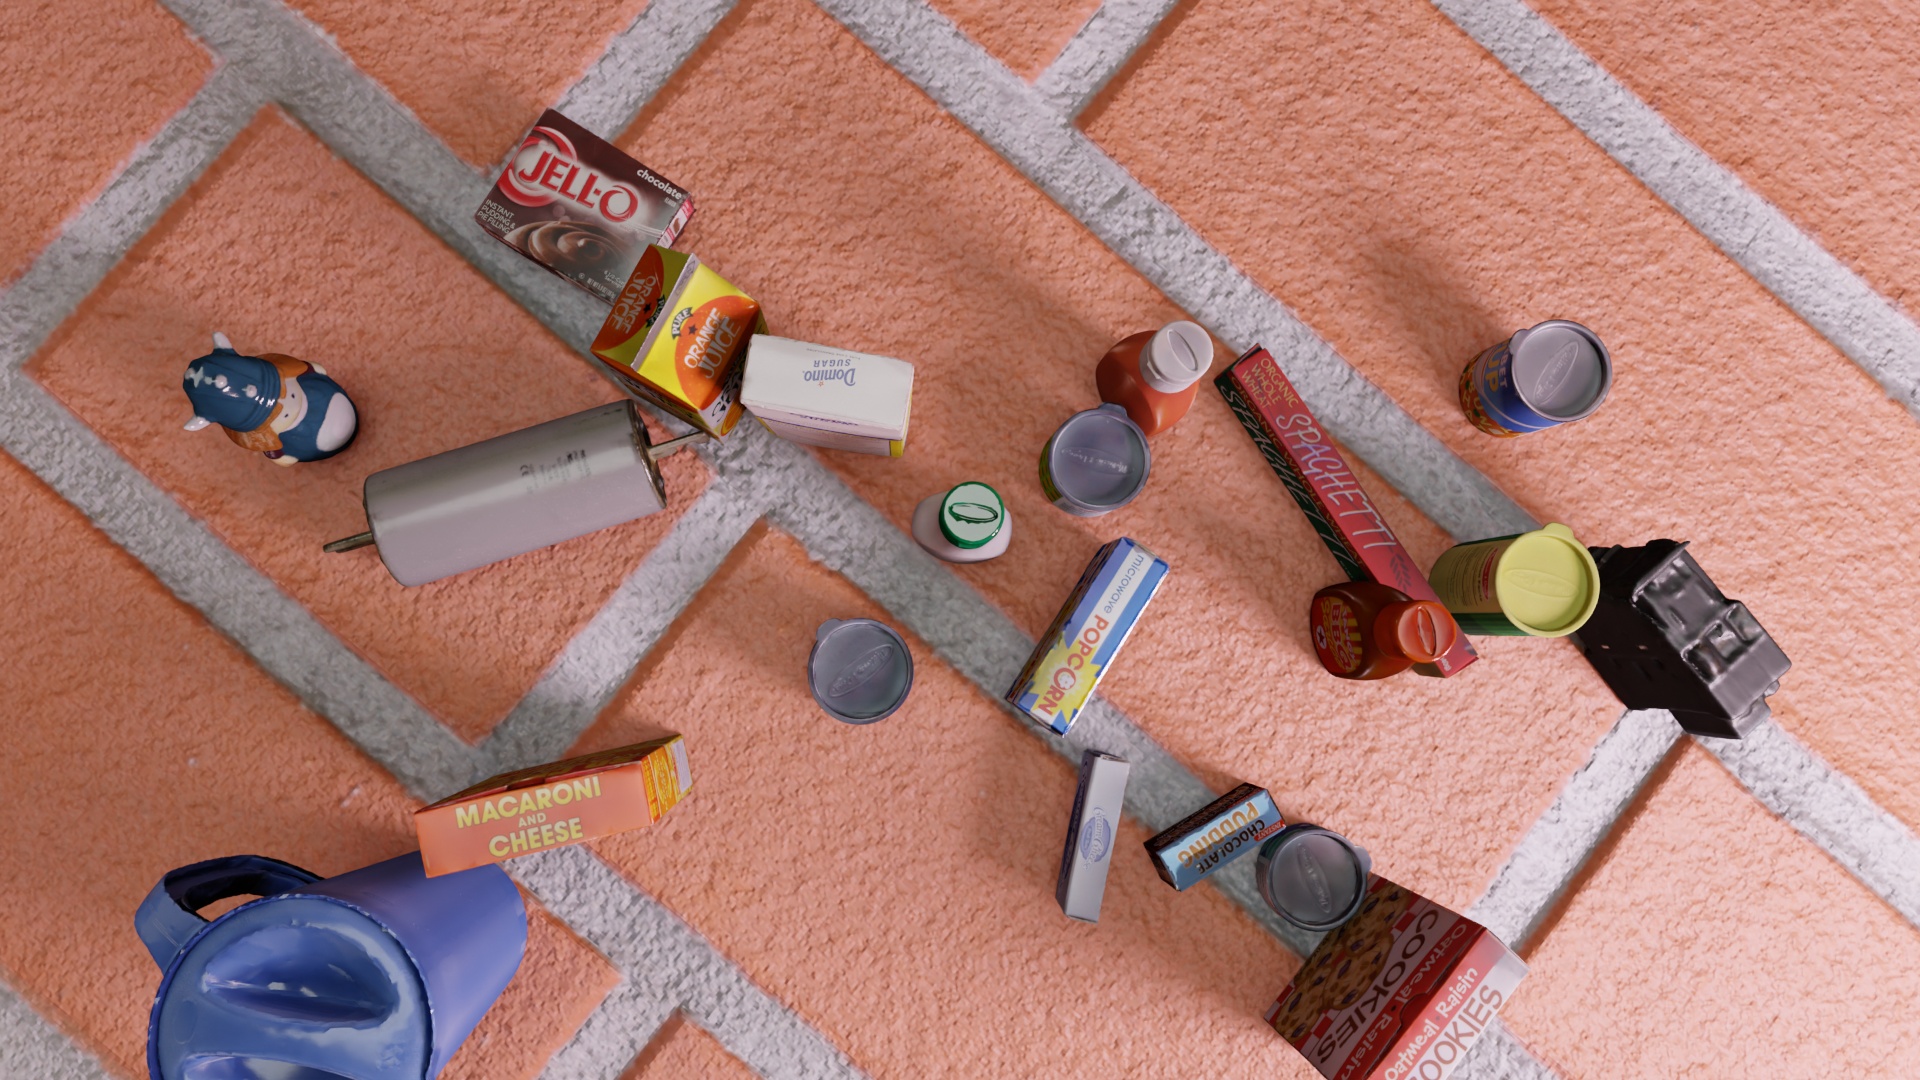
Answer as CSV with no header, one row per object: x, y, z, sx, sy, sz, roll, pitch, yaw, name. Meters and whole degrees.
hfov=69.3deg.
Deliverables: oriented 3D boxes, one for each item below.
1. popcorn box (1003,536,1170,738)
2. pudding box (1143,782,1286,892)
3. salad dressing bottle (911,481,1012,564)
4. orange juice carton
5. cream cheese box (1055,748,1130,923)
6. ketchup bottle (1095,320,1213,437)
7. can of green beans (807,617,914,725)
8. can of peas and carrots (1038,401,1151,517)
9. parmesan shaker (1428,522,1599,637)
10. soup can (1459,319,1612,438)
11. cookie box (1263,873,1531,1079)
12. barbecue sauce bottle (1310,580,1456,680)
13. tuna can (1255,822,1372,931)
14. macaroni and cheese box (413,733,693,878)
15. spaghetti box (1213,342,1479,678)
0.079,0.060,0.886,0.038,0.085,0.127,33,85,-1,popcorn box
0.164,0.191,0.899,0.084,0.049,0.030,-29,89,-5,pudding box
0.003,-0.011,0.854,0.064,0.147,0.044,9,86,-3,salad dressing bottle
-0.164,-0.116,0.828,0.073,0.192,0.072,29,85,-2,orange juice carton
0.084,0.188,0.892,0.024,0.053,0.104,12,85,-3,cream cheese box
0.122,-0.103,0.869,0.043,0.148,0.064,-33,89,-5,ketchup bottle
-0.064,0.083,0.888,0.071,0.058,0.071,0,86,-4,can of green beans
0.087,-0.052,0.908,0.071,0.058,0.071,0,86,-4,can of peas and carrots
0.356,0.027,0.898,0.071,0.103,0.071,0,86,-4,parmesan shaker
0.376,-0.107,0.919,0.071,0.083,0.071,0,86,-4,soup can
0.256,0.274,0.841,0.040,0.167,0.123,40,85,-1,cookie box
0.262,0.056,0.867,0.044,0.148,0.065,-10,87,-4,barbecue sauce bottle
0.231,0.219,0.911,0.071,0.033,0.071,0,86,-4,tuna can
-0.232,0.151,0.817,0.124,0.166,0.040,-12,87,-5,macaroni and cheese box
0.253,-0.018,0.921,0.029,0.050,0.250,-34,89,-5,spaghetti box
